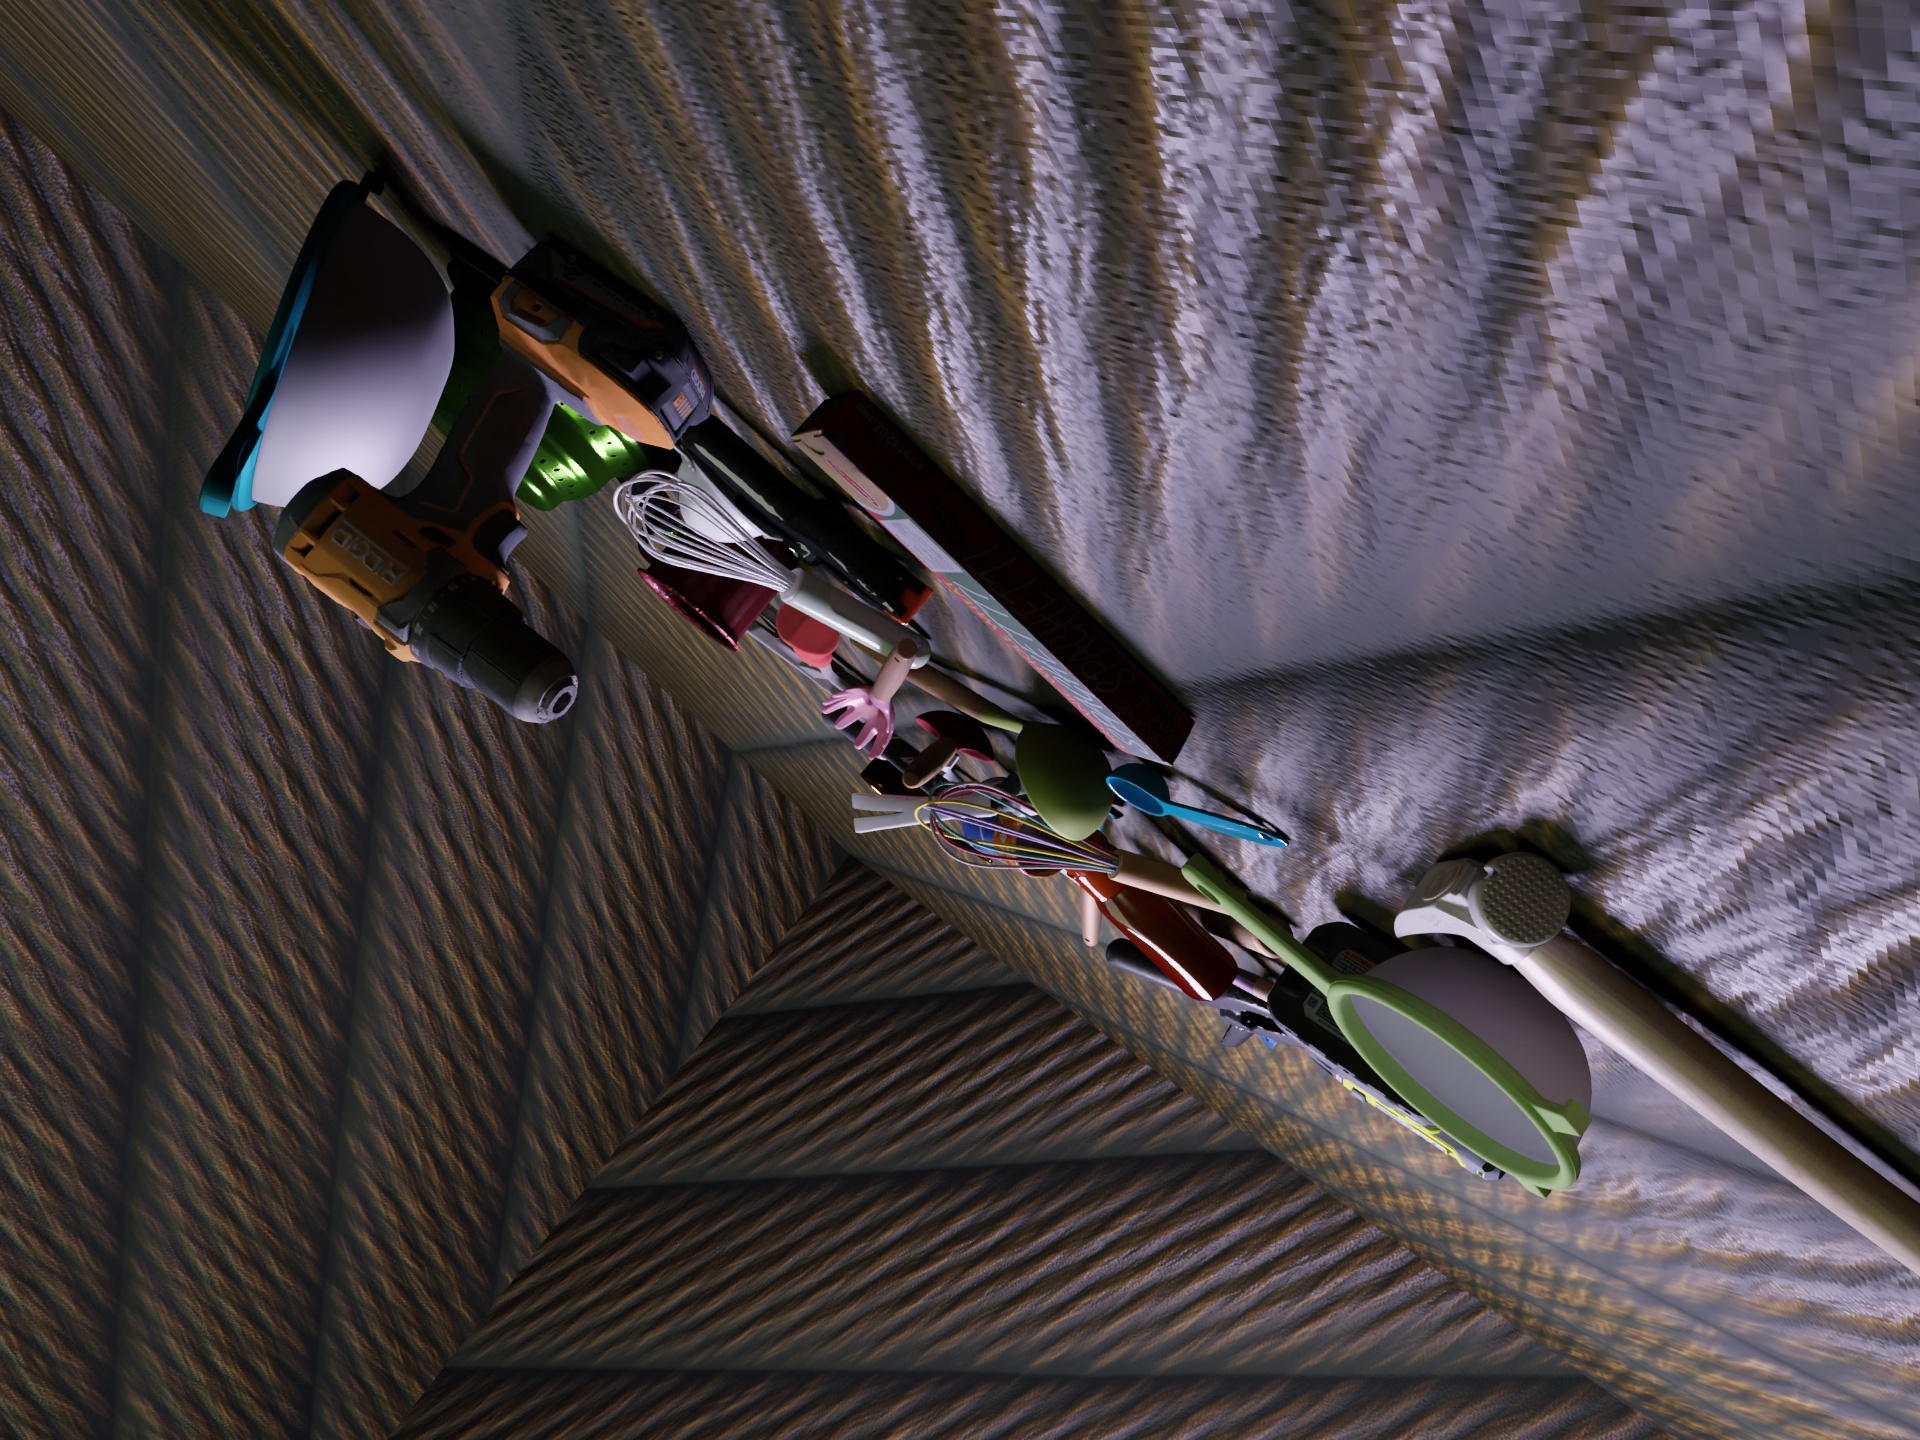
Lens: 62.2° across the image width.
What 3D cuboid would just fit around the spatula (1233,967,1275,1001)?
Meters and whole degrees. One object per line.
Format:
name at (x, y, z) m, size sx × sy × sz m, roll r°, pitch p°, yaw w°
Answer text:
spatula at (0.242, 0.207, 1.174) m, size 0.316 × 0.018 × 0.059 m, roll 23°, pitch 170°, yaw 29°

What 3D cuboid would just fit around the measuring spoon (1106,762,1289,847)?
measuring spoon at (0.142, 0.048, 0.939) m, size 0.129 × 0.021 × 0.042 m, roll 18°, pitch 158°, yaw 41°

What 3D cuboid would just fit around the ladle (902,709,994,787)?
ladle at (-0.014, 0.021, 1.103) m, size 0.069 × 0.031 × 0.315 m, roll 28°, pitch -173°, yaw 3°

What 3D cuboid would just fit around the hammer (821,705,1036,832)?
hammer at (-0.061, 0.030, 1.375) m, size 0.409 × 0.149 × 0.036 m, roll -150°, pitch 54°, yaw -70°

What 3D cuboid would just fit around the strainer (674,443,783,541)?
strainer at (-0.192, -0.184, 1.012) m, size 0.087 × 0.050 × 0.258 m, roll 50°, pitch 178°, yaw 46°

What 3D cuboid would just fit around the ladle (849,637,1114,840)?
ladle at (-0.002, -0.004, 1.103) m, size 0.078 × 0.062 × 0.320 m, roll 33°, pitch 179°, yaw -39°

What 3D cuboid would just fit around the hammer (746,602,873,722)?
hammer at (-0.126, -0.064, 1.266) m, size 0.149 × 0.037 × 0.359 m, roll 38°, pitch 176°, yaw 0°

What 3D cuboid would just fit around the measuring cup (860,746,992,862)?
measuring cup at (-0.022, 0.082, 1.606) m, size 0.174 × 0.052 × 0.095 m, roll 31°, pitch 169°, yaw 28°

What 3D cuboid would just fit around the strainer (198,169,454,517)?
strainer at (-0.358, -0.183, 0.928) m, size 0.095 × 0.211 × 0.341 m, roll 19°, pitch -155°, yaw -21°

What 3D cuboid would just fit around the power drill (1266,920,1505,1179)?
power drill at (0.269, 0.206, 1.017) m, size 0.191 × 0.080 × 0.228 m, roll 32°, pitch 172°, yaw 28°

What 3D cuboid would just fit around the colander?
colander at (-0.292, -0.190, 1.181) m, size 0.204 × 0.094 × 0.396 m, roll 36°, pitch 170°, yaw 15°

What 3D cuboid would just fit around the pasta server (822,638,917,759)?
pasta server at (-0.058, -0.019, 1.113) m, size 0.060 × 0.040 × 0.316 m, roll 45°, pitch 170°, yaw 0°

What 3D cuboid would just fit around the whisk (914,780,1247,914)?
whisk at (0.082, 0.090, 1.059) m, size 0.244 × 0.047 × 0.051 m, roll 18°, pitch -150°, yaw -18°

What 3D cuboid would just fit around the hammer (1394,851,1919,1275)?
hammer at (0.372, 0.195, 0.689) m, size 0.410 × 0.038 × 0.146 m, roll 37°, pitch 172°, yaw 5°

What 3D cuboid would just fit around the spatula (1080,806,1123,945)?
spatula at (0.093, 0.112, 1.220) m, size 0.082 × 0.044 × 0.317 m, roll 30°, pitch 155°, yaw 21°

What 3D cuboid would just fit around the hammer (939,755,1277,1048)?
hammer at (0.129, 0.162, 1.462) m, size 0.406 × 0.035 × 0.144 m, roll 36°, pitch 171°, yaw 13°

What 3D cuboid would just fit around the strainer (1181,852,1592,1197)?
strainer at (0.233, 0.136, 0.846) m, size 0.257 × 0.069 × 0.151 m, roll 39°, pitch 166°, yaw 28°

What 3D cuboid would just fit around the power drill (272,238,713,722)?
power drill at (-0.229, -0.123, 0.849) m, size 0.185 × 0.226 × 0.084 m, roll 36°, pitch 171°, yaw 15°

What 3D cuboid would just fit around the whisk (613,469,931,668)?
whisk at (-0.116, -0.093, 1.033) m, size 0.246 × 0.058 × 0.059 m, roll 28°, pitch 141°, yaw -31°

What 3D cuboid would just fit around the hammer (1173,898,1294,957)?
hammer at (0.170, 0.146, 1.239) m, size 0.130 × 0.031 × 0.331 m, roll 41°, pitch 170°, yaw -13°
